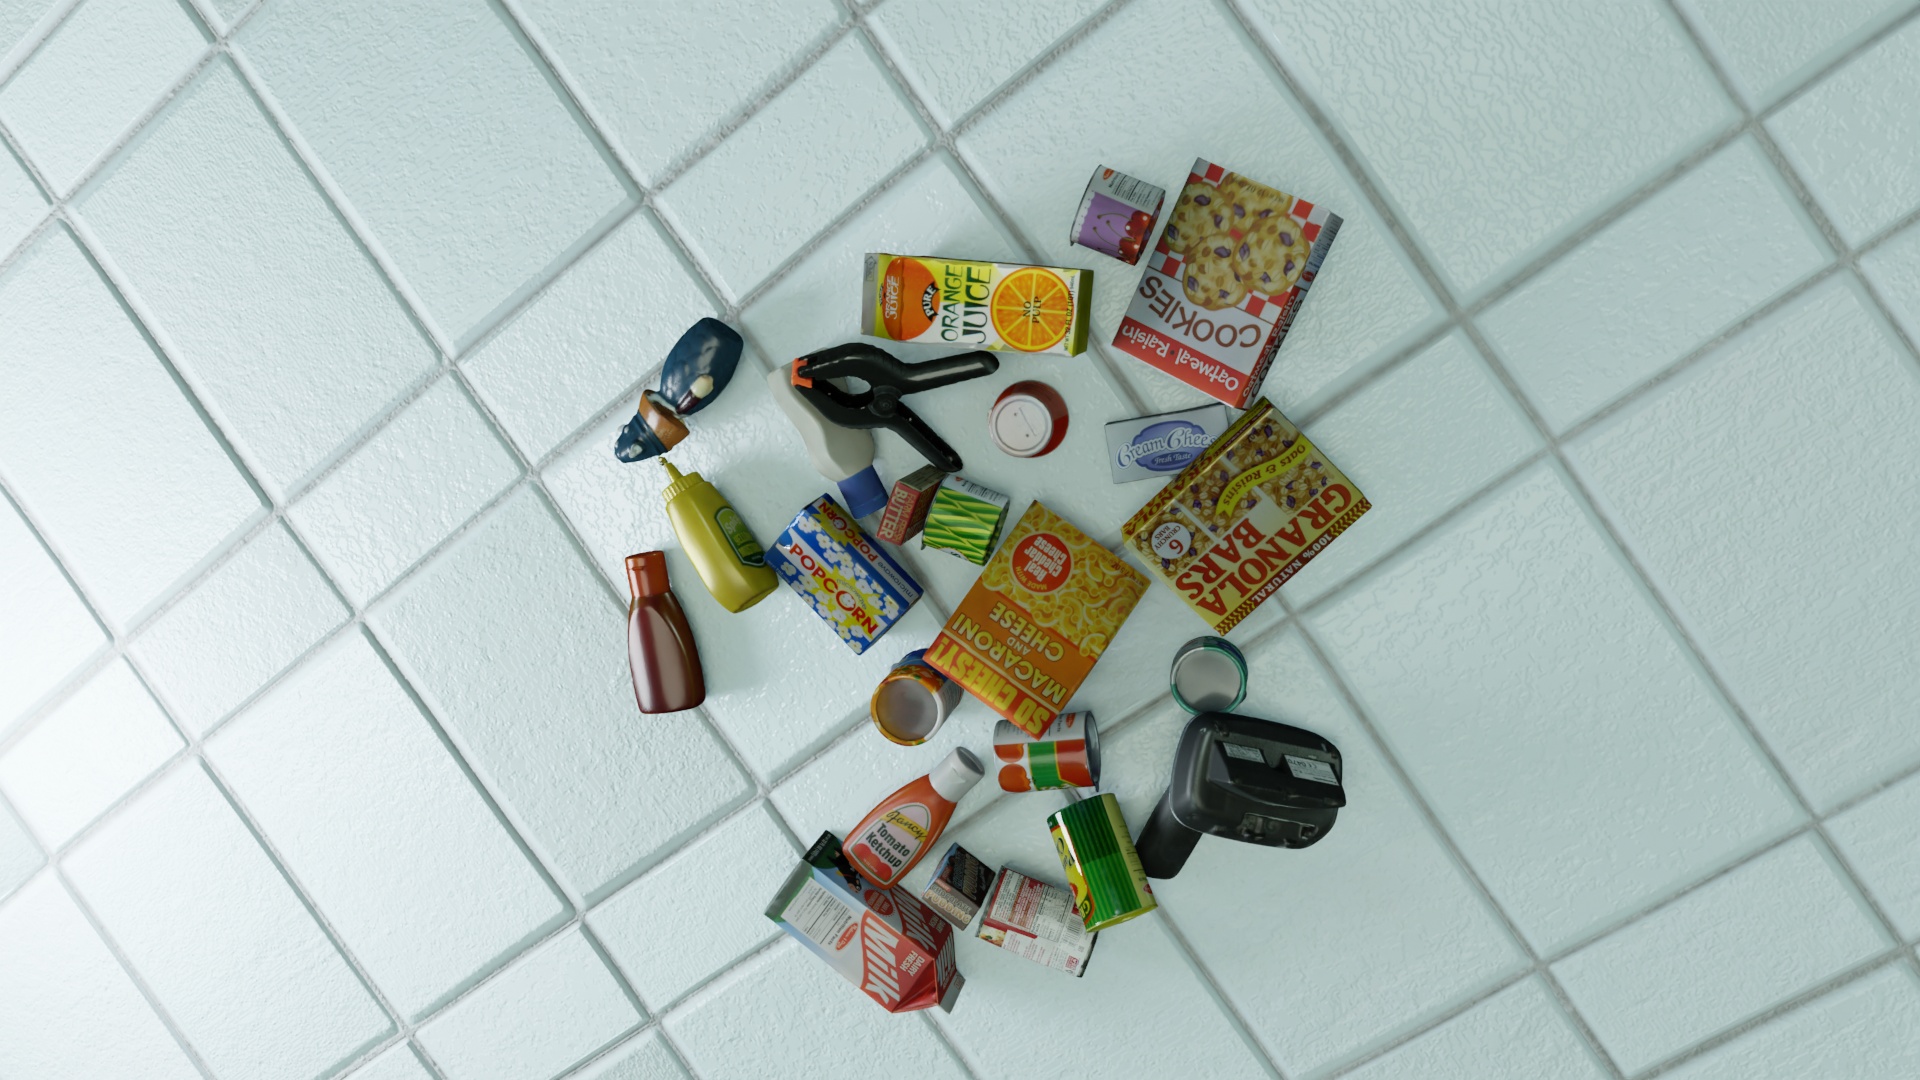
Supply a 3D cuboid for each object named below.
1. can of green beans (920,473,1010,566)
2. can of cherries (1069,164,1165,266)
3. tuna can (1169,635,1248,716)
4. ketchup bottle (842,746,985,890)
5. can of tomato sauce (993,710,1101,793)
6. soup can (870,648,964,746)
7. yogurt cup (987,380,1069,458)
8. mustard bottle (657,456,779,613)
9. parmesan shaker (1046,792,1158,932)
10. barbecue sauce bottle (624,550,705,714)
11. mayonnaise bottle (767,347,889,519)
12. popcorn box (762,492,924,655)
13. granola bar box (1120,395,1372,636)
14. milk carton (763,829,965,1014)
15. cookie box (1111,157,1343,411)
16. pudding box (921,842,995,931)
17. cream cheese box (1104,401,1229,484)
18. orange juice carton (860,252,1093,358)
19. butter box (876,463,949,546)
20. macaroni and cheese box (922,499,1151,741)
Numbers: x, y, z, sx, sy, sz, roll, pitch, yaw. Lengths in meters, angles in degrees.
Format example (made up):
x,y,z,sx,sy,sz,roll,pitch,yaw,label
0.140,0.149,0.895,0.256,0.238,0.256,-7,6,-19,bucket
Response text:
x,y,z,sx,sy,sz,roll,pitch,yaw,label
0.005,-0.017,1.199,0.058,0.071,0.071,21,104,7,can of green beans
0.127,-0.262,1.130,0.058,0.071,0.071,23,104,6,can of cherries
0.216,0.120,1.195,0.071,0.033,0.071,2,100,12,tuna can
-0.039,0.250,1.269,0.065,0.043,0.148,44,105,2,ketchup bottle
0.077,0.188,1.221,0.083,0.071,0.071,-8,99,14,can of tomato sauce
-0.040,0.137,1.228,0.071,0.084,0.071,2,101,12,soup can
0.056,-0.101,1.179,0.072,0.054,0.072,2,101,11,yogurt cup
-0.227,-0.012,1.253,0.048,0.065,0.160,-35,87,20,mustard bottle
0.122,0.281,1.212,0.071,0.071,0.103,-27,68,16,parmesan shaker
-0.281,0.085,1.291,0.065,0.044,0.148,-8,98,13,barbecue sauce bottle
-0.110,-0.091,1.215,0.041,0.065,0.148,-17,102,52,mayonnaise bottle
-0.104,0.031,1.229,0.127,0.038,0.084,45,134,1,popcorn box
0.234,-0.019,1.149,0.124,0.039,0.165,42,107,-14,granola bar box
-0.078,0.363,1.283,0.191,0.072,0.073,37,106,5,milk carton
0.211,-0.204,1.114,0.123,0.040,0.167,32,106,28,cookie box
-0.002,0.311,1.251,0.050,0.084,0.030,37,103,4,pudding box
0.176,-0.082,1.172,0.104,0.024,0.053,-9,97,13,cream cheese box
0.010,-0.198,1.162,0.193,0.073,0.071,7,102,11,orange juice carton
-0.040,-0.031,1.187,0.024,0.104,0.053,23,105,8,butter box
0.065,0.069,1.188,0.124,0.040,0.166,35,85,4,macaroni and cheese box
